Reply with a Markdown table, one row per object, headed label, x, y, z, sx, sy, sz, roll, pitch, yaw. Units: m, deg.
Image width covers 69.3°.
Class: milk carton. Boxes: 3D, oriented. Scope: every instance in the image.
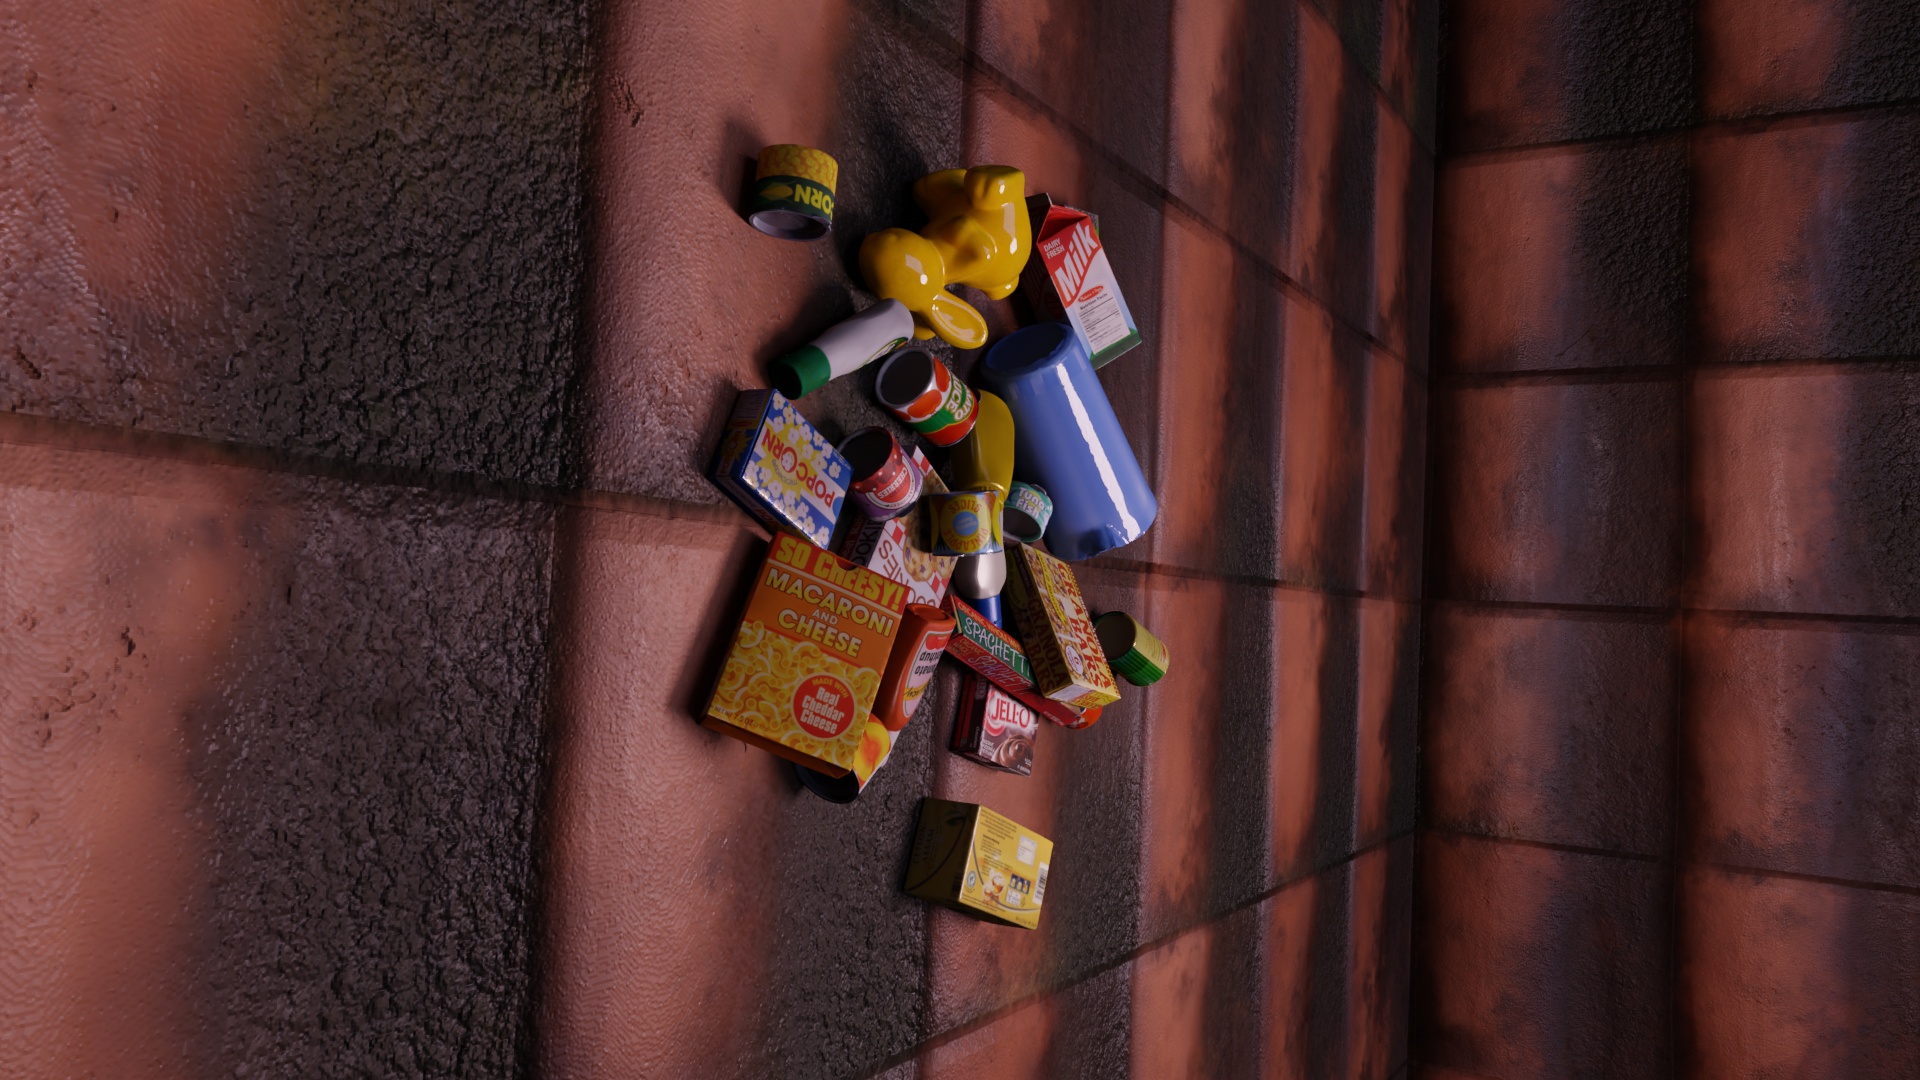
| label | x | y | z | sx | sy | sz | roll | pitch | yaw |
| --- | --- | --- | --- | --- | --- | --- | --- | --- | --- |
| milk carton | 0.114 | -0.281 | 1.487 | 0.074 | 0.072 | 0.190 | -32 | 108 | -20 |

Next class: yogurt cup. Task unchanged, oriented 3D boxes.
| label | x | y | z | sx | sy | sz | roll | pitch | yaw |
| --- | --- | --- | --- | --- | --- | --- | --- | --- | --- |
| yogurt cup | 0.129 | 0.178 | 1.574 | 0.053 | 0.072 | 0.073 | 62 | 41 | -50 |

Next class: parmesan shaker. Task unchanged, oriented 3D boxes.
| label | x | y | z | sx | sy | sz | roll | pitch | yaw |
| --- | --- | --- | --- | --- | --- | --- | --- | --- | --- |
| parmesan shaker | 0.204 | 0.130 | 1.693 | 0.103 | 0.071 | 0.071 | 37 | 60 | -52 |

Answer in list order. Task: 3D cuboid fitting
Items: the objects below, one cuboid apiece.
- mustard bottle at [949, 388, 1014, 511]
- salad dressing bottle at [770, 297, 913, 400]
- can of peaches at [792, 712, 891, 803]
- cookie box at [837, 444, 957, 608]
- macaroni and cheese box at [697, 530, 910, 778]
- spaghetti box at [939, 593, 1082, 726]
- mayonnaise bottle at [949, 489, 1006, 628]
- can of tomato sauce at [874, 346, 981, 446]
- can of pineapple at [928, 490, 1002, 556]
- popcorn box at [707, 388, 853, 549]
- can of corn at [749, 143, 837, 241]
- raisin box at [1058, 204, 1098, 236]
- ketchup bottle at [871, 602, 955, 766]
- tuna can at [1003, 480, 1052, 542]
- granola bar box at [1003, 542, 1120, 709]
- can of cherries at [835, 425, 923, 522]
| label | x | y | z | sx | sy | sz | roll | pitch | yaw |
| --- | --- | --- | --- | --- | --- | --- | --- | --- | --- |
| mustard bottle | 0.020 | -0.073 | 1.362 | 0.065 | 0.048 | 0.161 | 24 | 49 | -31 |
| salad dressing bottle | -0.102 | -0.165 | 1.200 | 0.148 | 0.064 | 0.044 | -37 | 103 | -42 |
| can of peaches | -0.102 | 0.181 | 1.196 | 0.058 | 0.071 | 0.071 | -49 | 131 | -47 |
| cookie box | -0.055 | 0.014 | 1.293 | 0.122 | 0.040 | 0.168 | 54 | 47 | -44 |
| macaroni and cheese box | -0.123 | 0.091 | 1.121 | 0.124 | 0.040 | 0.167 | 24 | 64 | -13 |
| spaghetti box | 0.050 | 0.125 | 1.414 | 0.249 | 0.028 | 0.050 | 38 | 29 | -48 |
| mayonnaise bottle | 0.019 | 0.019 | 1.413 | 0.065 | 0.041 | 0.147 | -17 | 106 | -50 |
| can of tomato sauce | -0.030 | -0.136 | 1.303 | 0.083 | 0.071 | 0.071 | 37 | 60 | -52 |
| can of pineapple | 0.005 | -0.016 | 1.286 | 0.071 | 0.071 | 0.058 | -9 | 96 | -58 |
| popcorn box | -0.146 | -0.056 | 1.146 | 0.126 | 0.038 | 0.085 | 47 | 51 | -48 |
| can of corn | -0.133 | -0.283 | 1.131 | 0.071 | 0.071 | 0.058 | 19 | 74 | -57 |
| raisin box | 0.122 | -0.311 | 1.574 | 0.086 | 0.040 | 0.123 | -5 | 94 | -58 |
| ketchup bottle | -0.056 | 0.130 | 1.243 | 0.065 | 0.043 | 0.148 | 3 | 114 | -63 |
| tuna can | 0.062 | -0.031 | 1.453 | 0.071 | 0.071 | 0.033 | 57 | 46 | -42 |
| granola bar box | 0.103 | 0.094 | 1.481 | 0.124 | 0.039 | 0.166 | 24 | 42 | -57 |
| can of cherries | -0.073 | -0.058 | 1.232 | 0.058 | 0.071 | 0.072 | 54 | 47 | -44 |
